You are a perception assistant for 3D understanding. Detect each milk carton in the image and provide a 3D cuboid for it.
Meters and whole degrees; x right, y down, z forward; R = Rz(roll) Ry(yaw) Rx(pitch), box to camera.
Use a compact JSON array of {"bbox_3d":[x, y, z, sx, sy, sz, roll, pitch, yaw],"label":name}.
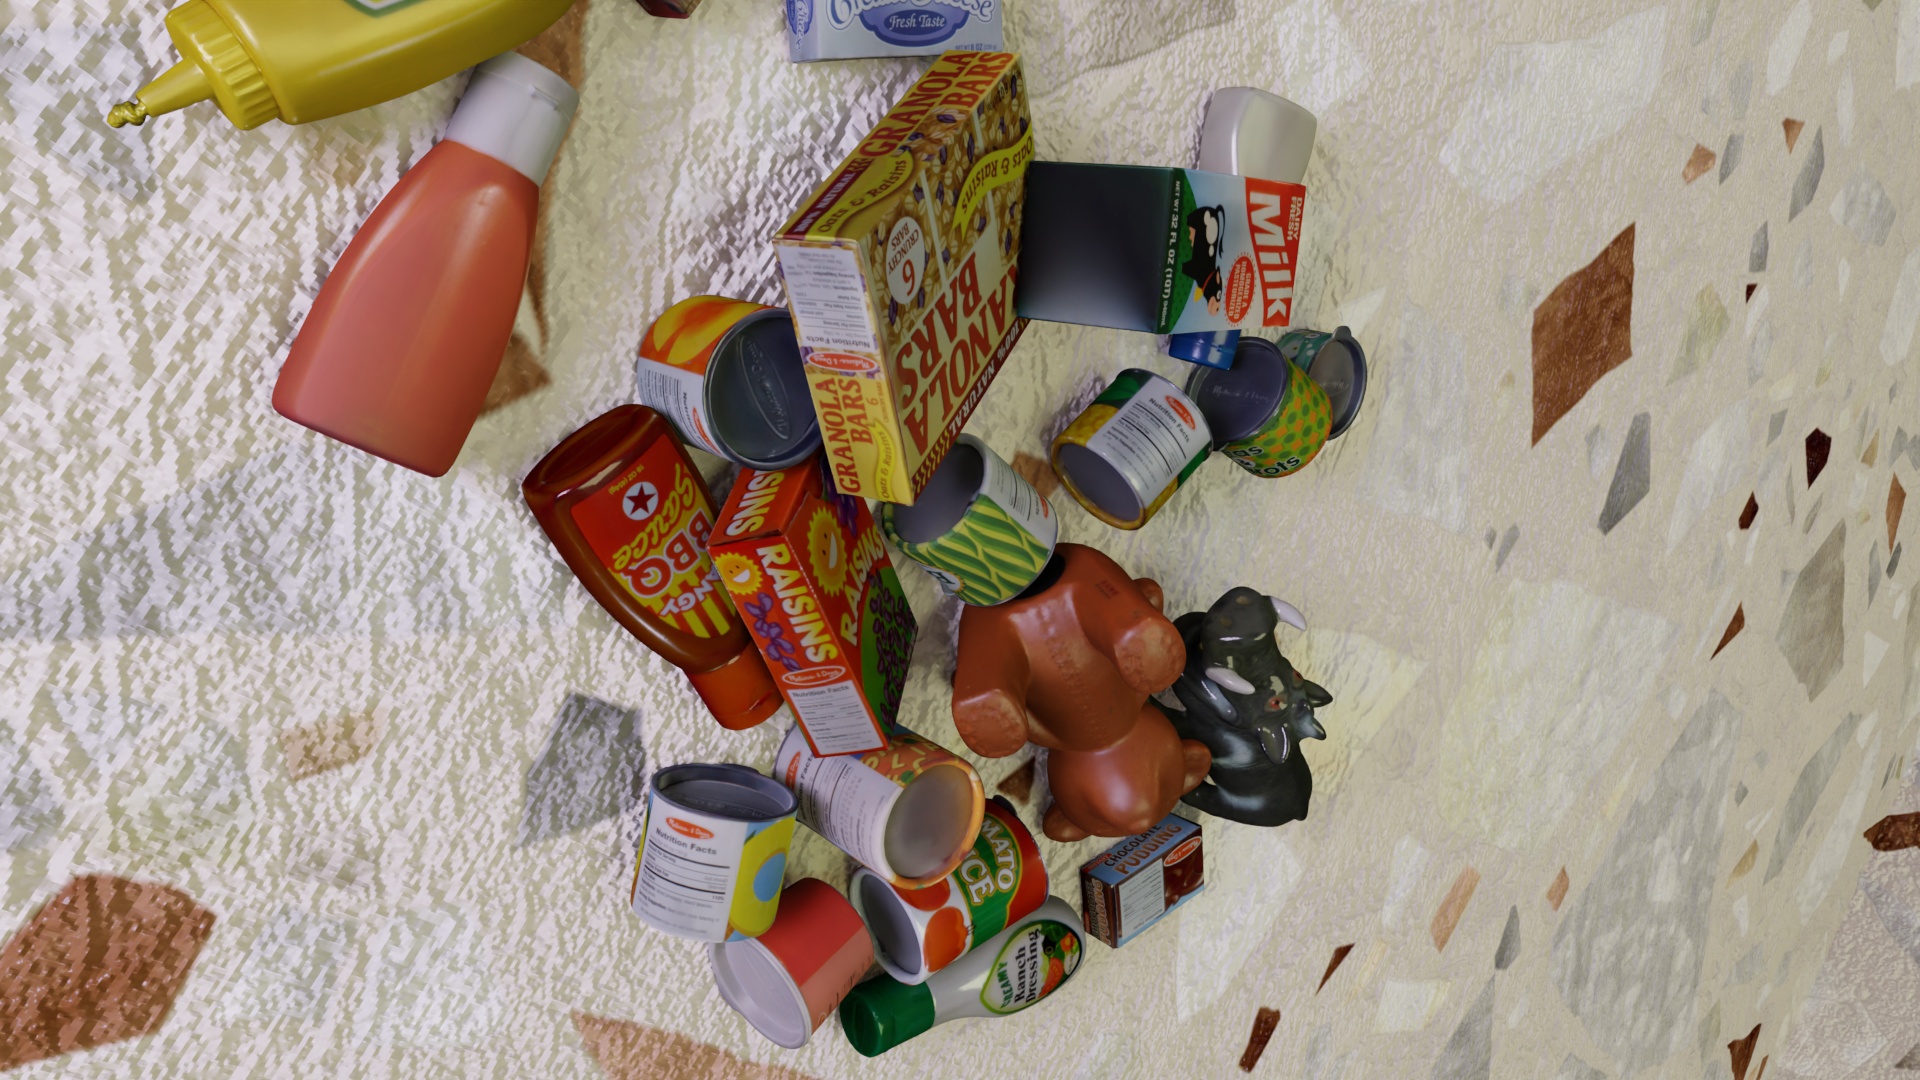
[{"bbox_3d":[0.111,-0.141,0.673,0.191,0.073,0.072,-16,114,-53],"label":"milk carton"}]

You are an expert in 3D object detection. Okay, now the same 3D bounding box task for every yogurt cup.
[{"bbox_3d":[-0.079,0.200,0.667,0.054,0.072,0.072,-33,124,-39],"label":"yogurt cup"}]

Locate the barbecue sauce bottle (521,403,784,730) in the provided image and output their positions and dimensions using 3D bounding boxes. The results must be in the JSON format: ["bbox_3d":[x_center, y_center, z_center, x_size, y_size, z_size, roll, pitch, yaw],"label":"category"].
[{"bbox_3d":[-0.120,0.018,0.586,0.065,0.044,0.148,-44,128,-25],"label":"barbecue sauce bottle"}]

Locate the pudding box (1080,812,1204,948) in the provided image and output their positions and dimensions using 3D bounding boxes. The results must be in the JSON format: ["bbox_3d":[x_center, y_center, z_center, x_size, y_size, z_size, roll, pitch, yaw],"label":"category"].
[{"bbox_3d":[0.114,0.211,0.864,0.084,0.030,0.049,-23,116,-35],"label":"pudding box"}]

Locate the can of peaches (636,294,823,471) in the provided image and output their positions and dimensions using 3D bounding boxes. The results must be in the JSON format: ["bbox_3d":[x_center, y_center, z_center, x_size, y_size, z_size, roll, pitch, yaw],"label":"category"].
[{"bbox_3d":[-0.090,-0.067,0.575,0.071,0.058,0.071,-14,112,-38],"label":"can of peaches"}]

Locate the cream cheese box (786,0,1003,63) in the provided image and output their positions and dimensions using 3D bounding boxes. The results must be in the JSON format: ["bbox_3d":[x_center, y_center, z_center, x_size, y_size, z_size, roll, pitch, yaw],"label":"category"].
[{"bbox_3d":[-0.028,-0.236,0.601,0.104,0.024,0.053,-18,114,-37],"label":"cream cheese box"}]

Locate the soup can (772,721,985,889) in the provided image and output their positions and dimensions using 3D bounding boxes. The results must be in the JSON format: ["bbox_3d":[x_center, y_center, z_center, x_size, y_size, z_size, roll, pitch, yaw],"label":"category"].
[{"bbox_3d":[-0.037,0.119,0.664,0.071,0.084,0.071,-15,113,-38],"label":"soup can"}]

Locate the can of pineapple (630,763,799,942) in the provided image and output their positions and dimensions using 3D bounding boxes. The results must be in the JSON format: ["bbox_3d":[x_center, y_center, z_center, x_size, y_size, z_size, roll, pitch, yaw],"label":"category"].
[{"bbox_3d":[-0.109,0.137,0.619,0.071,0.071,0.057,5,101,-42],"label":"can of pineapple"}]

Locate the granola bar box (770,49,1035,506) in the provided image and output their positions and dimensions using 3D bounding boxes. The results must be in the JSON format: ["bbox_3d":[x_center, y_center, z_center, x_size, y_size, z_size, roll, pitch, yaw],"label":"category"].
[{"bbox_3d":[-0.012,-0.114,0.585,0.166,0.039,0.123,-60,151,-41],"label":"granola bar box"}]

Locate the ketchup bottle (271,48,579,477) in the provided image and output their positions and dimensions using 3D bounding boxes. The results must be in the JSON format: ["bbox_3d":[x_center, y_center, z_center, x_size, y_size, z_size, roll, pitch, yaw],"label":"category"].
[{"bbox_3d":[-0.182,-0.100,0.493,0.064,0.043,0.149,28,84,-44],"label":"ketchup bottle"}]

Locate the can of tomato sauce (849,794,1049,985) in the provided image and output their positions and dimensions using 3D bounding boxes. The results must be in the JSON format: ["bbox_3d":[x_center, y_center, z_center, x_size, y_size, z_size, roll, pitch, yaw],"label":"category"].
[{"bbox_3d":[-0.006,0.180,0.721,0.083,0.071,0.071,-22,118,-34],"label":"can of tomato sauce"}]

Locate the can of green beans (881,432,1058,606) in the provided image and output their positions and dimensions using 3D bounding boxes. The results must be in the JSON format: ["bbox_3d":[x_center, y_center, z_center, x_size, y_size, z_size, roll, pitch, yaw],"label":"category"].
[{"bbox_3d":[0.004,-0.010,0.672,0.057,0.071,0.071,40,77,-41],"label":"can of green beans"}]

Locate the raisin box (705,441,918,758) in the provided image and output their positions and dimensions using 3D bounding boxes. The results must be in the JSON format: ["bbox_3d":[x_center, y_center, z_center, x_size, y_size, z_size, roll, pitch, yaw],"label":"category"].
[{"bbox_3d":[-0.061,0.022,0.613,0.086,0.040,0.123,-76,150,-53],"label":"raisin box"}]

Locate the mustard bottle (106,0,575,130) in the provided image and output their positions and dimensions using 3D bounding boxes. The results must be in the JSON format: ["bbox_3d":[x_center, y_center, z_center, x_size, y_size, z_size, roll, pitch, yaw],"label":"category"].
[{"bbox_3d":[-0.196,-0.171,0.446,0.161,0.048,0.065,-40,91,-21],"label":"mustard bottle"}]

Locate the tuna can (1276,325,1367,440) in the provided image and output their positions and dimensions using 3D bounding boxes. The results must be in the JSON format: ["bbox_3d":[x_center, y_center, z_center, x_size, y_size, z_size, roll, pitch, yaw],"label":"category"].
[{"bbox_3d":[0.218,-0.099,0.857,0.071,0.033,0.070,-15,113,-38],"label":"tuna can"}]

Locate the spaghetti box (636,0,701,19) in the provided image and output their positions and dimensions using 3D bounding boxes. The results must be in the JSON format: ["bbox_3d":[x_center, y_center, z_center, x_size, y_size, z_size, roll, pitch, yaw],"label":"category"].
[{"bbox_3d":[-0.169,-0.282,0.457,0.249,0.029,0.050,41,76,-41],"label":"spaghetti box"}]

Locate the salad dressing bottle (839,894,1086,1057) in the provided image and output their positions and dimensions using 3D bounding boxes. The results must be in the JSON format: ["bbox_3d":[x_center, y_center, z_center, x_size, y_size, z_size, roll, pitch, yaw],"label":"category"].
[{"bbox_3d":[0.003,0.239,0.765,0.148,0.044,0.064,-11,110,-39],"label":"salad dressing bottle"}]

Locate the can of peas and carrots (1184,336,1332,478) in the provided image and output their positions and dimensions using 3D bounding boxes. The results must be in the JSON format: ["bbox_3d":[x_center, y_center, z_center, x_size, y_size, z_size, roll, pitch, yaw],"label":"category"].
[{"bbox_3d":[0.171,-0.073,0.800,0.058,0.071,0.071,28,85,-44],"label":"can of peas and carrots"}]

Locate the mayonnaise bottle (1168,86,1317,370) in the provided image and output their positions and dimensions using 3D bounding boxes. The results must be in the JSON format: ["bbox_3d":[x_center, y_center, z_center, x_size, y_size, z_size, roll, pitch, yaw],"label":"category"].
[{"bbox_3d":[0.151,-0.170,0.770,0.065,0.041,0.148,10,98,-36],"label":"mayonnaise bottle"}]

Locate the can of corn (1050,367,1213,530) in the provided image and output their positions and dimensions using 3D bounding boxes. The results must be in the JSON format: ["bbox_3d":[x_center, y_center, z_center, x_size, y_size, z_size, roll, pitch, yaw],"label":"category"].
[{"bbox_3d":[0.089,-0.047,0.738,0.058,0.071,0.071,-45,129,-21],"label":"can of corn"}]
